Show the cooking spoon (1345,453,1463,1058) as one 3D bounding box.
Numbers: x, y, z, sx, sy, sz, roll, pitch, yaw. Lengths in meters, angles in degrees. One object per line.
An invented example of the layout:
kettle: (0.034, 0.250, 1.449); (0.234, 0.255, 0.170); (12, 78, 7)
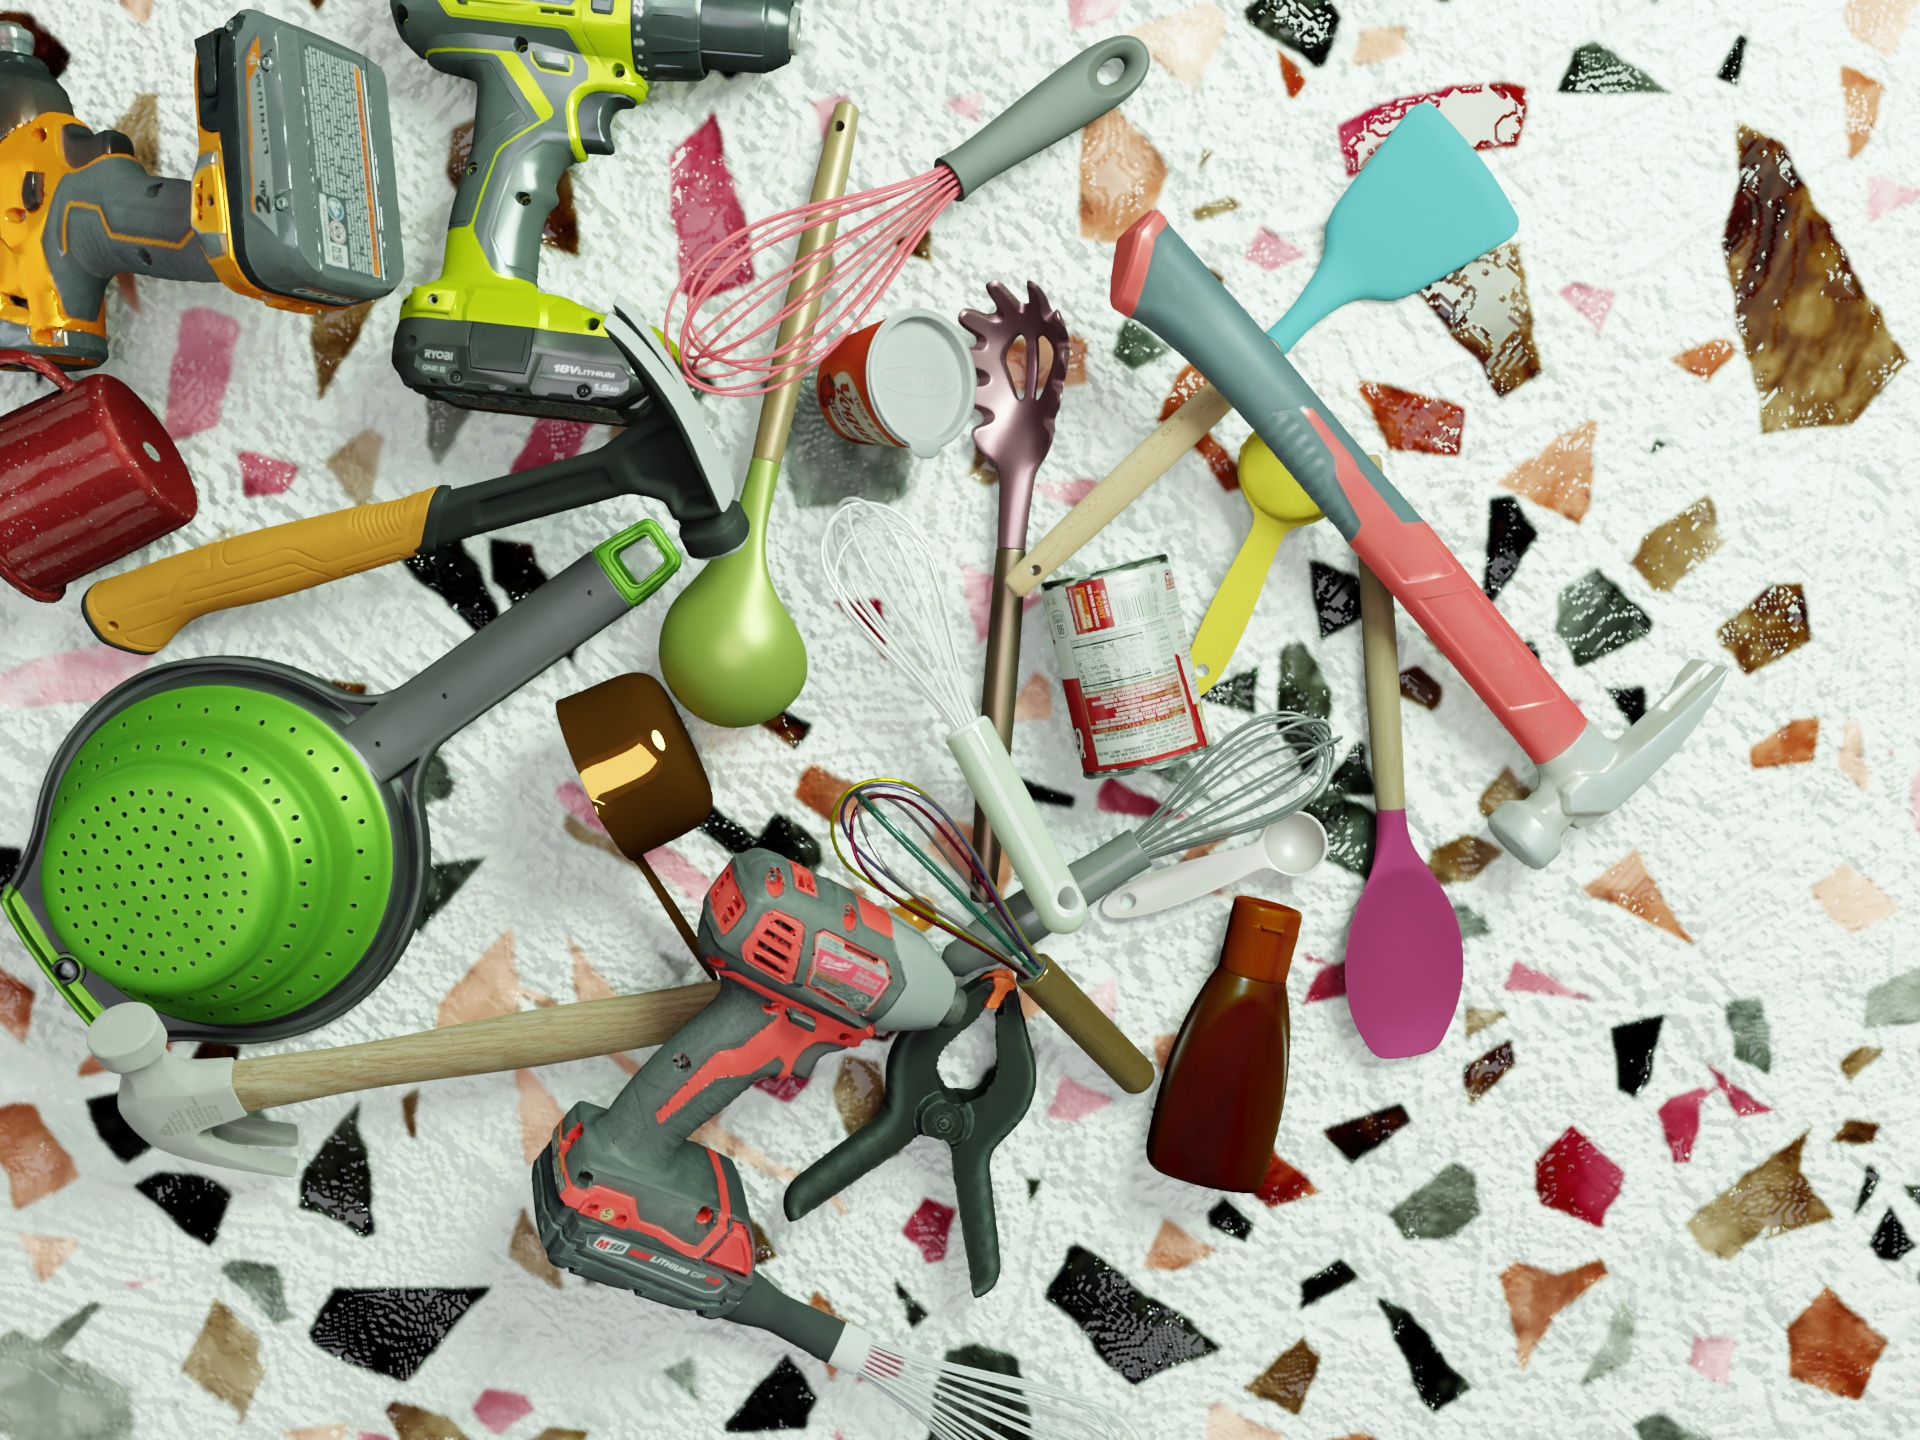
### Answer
cooking spoon: (0.224, 0.021, 0.835); (0.068, 0.017, 0.319); (-6, 95, -12)

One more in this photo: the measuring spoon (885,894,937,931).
measuring spoon: (-0.069, 0.111, 0.841); (0.117, 0.011, 0.021); (-12, 94, 3)

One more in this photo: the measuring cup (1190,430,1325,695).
measuring cup: (0.151, -0.085, 0.827); (0.062, 0.029, 0.156); (22, 105, -3)

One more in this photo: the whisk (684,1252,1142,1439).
whisk: (-0.029, 0.345, 0.836); (0.284, 0.070, 0.070); (26, 93, 2)

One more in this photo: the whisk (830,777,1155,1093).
whisk: (0.020, 0.113, 0.794); (0.244, 0.051, 0.047); (48, 69, -26)

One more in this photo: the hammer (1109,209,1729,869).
hammer: (0.221, -0.105, 0.786); (0.143, 0.038, 0.386); (-44, 104, 1)

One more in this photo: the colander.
colander: (-0.310, 0.024, 0.783); (0.397, 0.094, 0.204); (-35, 95, 2)

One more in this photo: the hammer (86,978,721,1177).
hammer: (-0.244, 0.167, 0.805); (0.331, 0.031, 0.130); (-8, 137, -10)

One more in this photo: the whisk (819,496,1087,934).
whisk: (-0.001, -0.003, 0.799); (0.058, 0.059, 0.246); (-27, 89, -31)

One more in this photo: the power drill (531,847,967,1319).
power drill: (-0.102, 0.178, 0.783); (0.143, 0.079, 0.219); (30, 101, -27)

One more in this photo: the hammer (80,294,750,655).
hammer: (-0.278, -0.097, 0.762); (0.337, 0.034, 0.127); (-14, 127, 13)

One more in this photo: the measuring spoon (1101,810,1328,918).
measuring spoon: (0.134, 0.080, 0.842); (0.124, 0.018, 0.034); (-20, 83, 7)

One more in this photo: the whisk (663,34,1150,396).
whisk: (-0.020, -0.251, 0.769); (0.296, 0.073, 0.073); (-38, 95, -14)

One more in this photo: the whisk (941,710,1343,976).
whisk: (0.092, 0.067, 0.823); (0.239, 0.055, 0.055); (-32, 95, 5)

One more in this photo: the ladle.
ladle: (-0.089, -0.154, 0.808); (0.078, 0.062, 0.320); (12, 87, 11)

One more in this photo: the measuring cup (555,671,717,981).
measuring cup: (-0.143, 0.055, 0.807); (0.052, 0.095, 0.173); (-27, 113, -5)

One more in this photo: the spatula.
spatula: (0.140, -0.173, 0.793); (0.317, 0.044, 0.082); (-44, 101, -7)

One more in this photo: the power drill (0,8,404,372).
power drill: (-0.378, -0.257, 0.741); (0.226, 0.084, 0.164); (-3, 94, 21)

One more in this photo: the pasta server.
pasta server: (0.021, -0.061, 0.814); (0.060, 0.040, 0.316); (7, 97, 25)

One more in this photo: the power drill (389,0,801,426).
power drill: (-0.182, -0.265, 0.774); (0.190, 0.080, 0.228); (6, 92, -1)
